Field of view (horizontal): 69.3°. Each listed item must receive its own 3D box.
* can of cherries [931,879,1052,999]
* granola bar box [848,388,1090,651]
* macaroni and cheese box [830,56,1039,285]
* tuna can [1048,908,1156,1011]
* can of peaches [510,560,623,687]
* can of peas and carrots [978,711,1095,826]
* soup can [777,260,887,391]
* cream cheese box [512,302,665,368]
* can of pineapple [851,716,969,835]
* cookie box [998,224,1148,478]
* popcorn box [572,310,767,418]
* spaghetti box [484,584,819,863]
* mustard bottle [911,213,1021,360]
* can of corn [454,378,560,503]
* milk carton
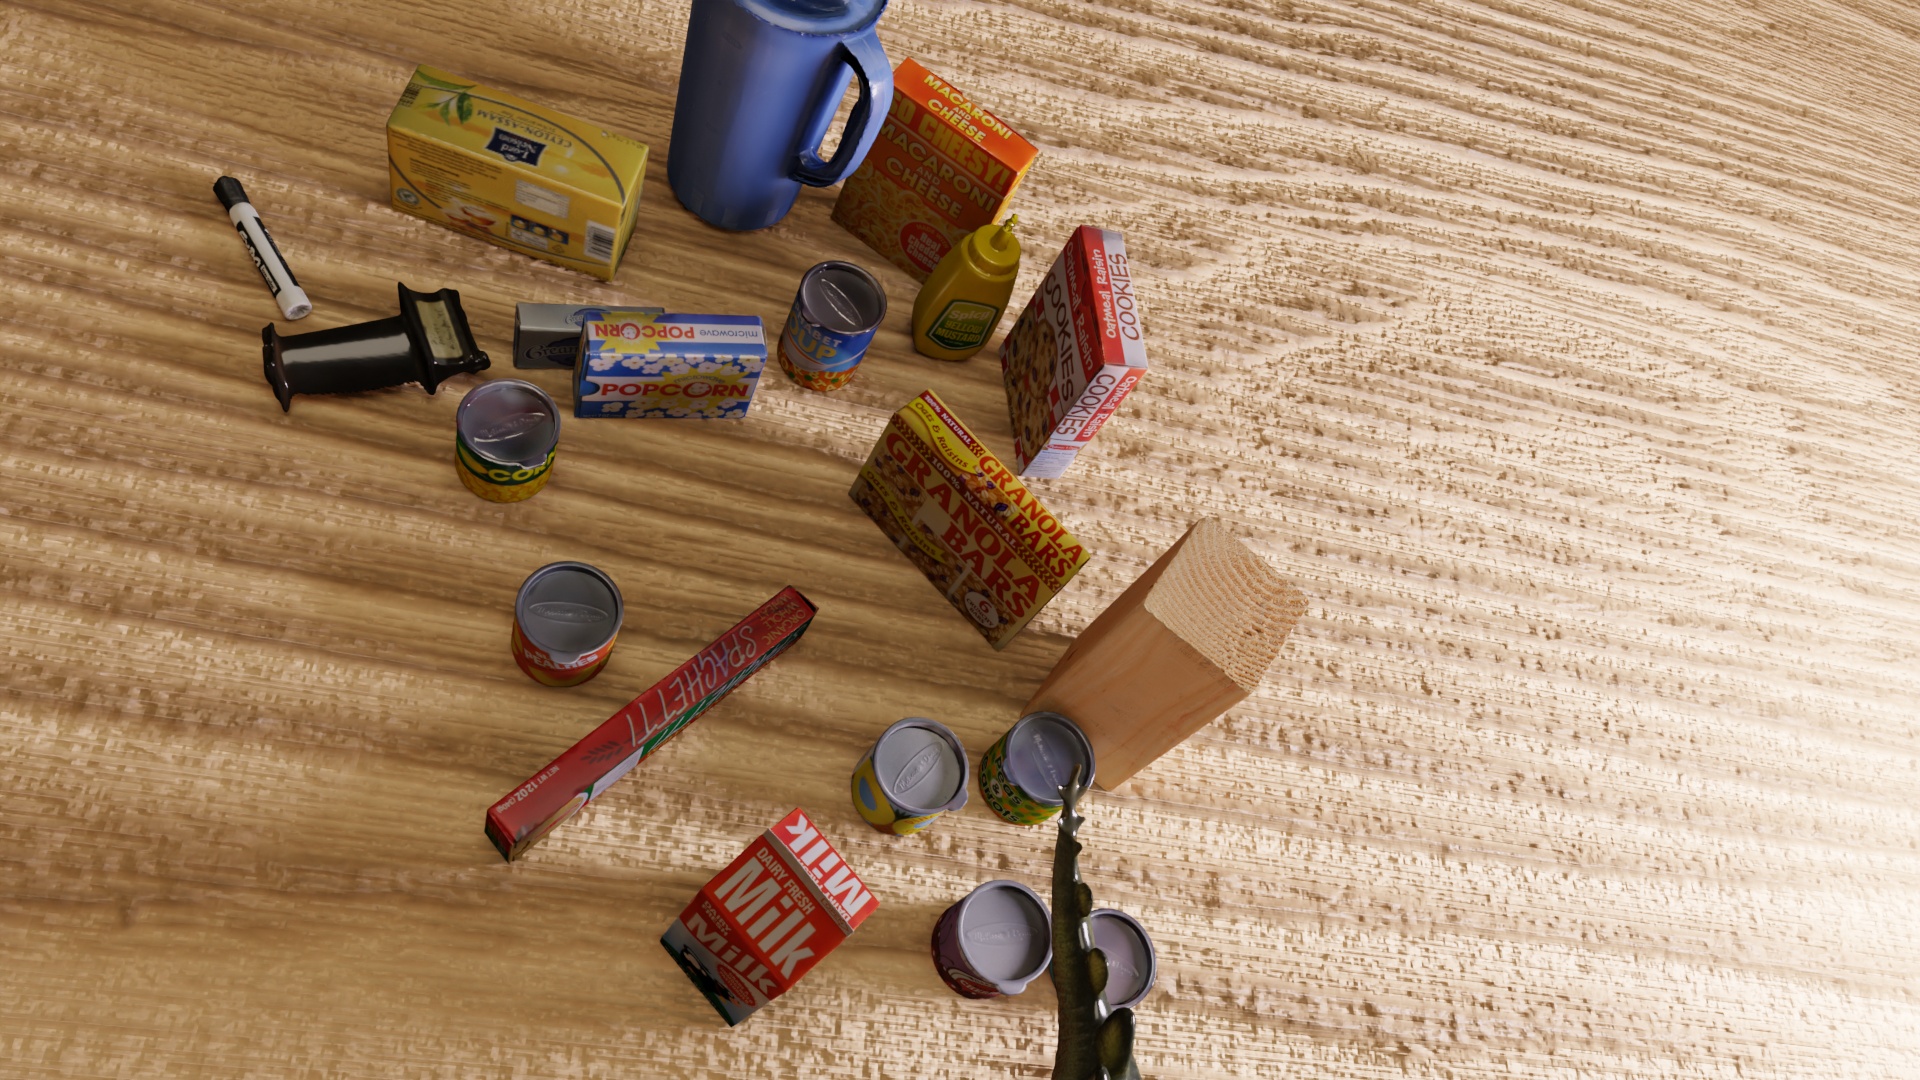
[{"bbox_3d":[0.020,0.261,0.896,0.071,0.058,0.072,9,61,-17],"label":"can of cherries"},{"bbox_3d":[0.004,-0.012,0.996,0.165,0.123,0.039,46,57,6],"label":"granola bar box"},{"bbox_3d":[-0.025,-0.283,1.103,0.124,0.165,0.040,35,57,-1],"label":"macaroni and cheese box"},{"bbox_3d":[0.094,0.285,0.928,0.071,0.032,0.071,9,61,-17],"label":"tuna can"},{"bbox_3d":[-0.255,0.057,0.896,0.071,0.057,0.071,9,61,-17],"label":"can of peaches"},{"bbox_3d":[0.050,0.160,0.961,0.071,0.058,0.071,9,61,-17],"label":"can of peas and carrots"},{"bbox_3d":[-0.102,-0.161,1.057,0.071,0.083,0.071,9,61,-17],"label":"soup can"},{"bbox_3d":[-0.268,-0.146,1.002,0.104,0.053,0.024,-2,65,-22],"label":"cream cheese box"},{"bbox_3d":[-0.034,0.160,0.929,0.071,0.057,0.071,9,61,-17],"label":"can of pineapple"},{"bbox_3d":[0.082,-0.141,1.069,0.040,0.166,0.123,3,63,-20],"label":"cookie box"},{"bbox_3d":[-0.209,-0.124,0.994,0.127,0.084,0.038,-2,65,-22],"label":"popcorn box"},{"bbox_3d":[-0.194,0.113,0.895,0.029,0.050,0.251,47,57,7],"label":"spaghetti box"},{"bbox_3d":[0.010,-0.199,1.076,0.065,0.159,0.049,7,62,-18],"label":"mustard bottle"},{"bbox_3d":[-0.306,-0.064,0.940,0.071,0.058,0.071,9,61,-17],"label":"can of corn"},{"bbox_3d":[-0.108,0.214,0.792,0.074,0.189,0.072,-38,82,-32],"label":"milk carton"}]
